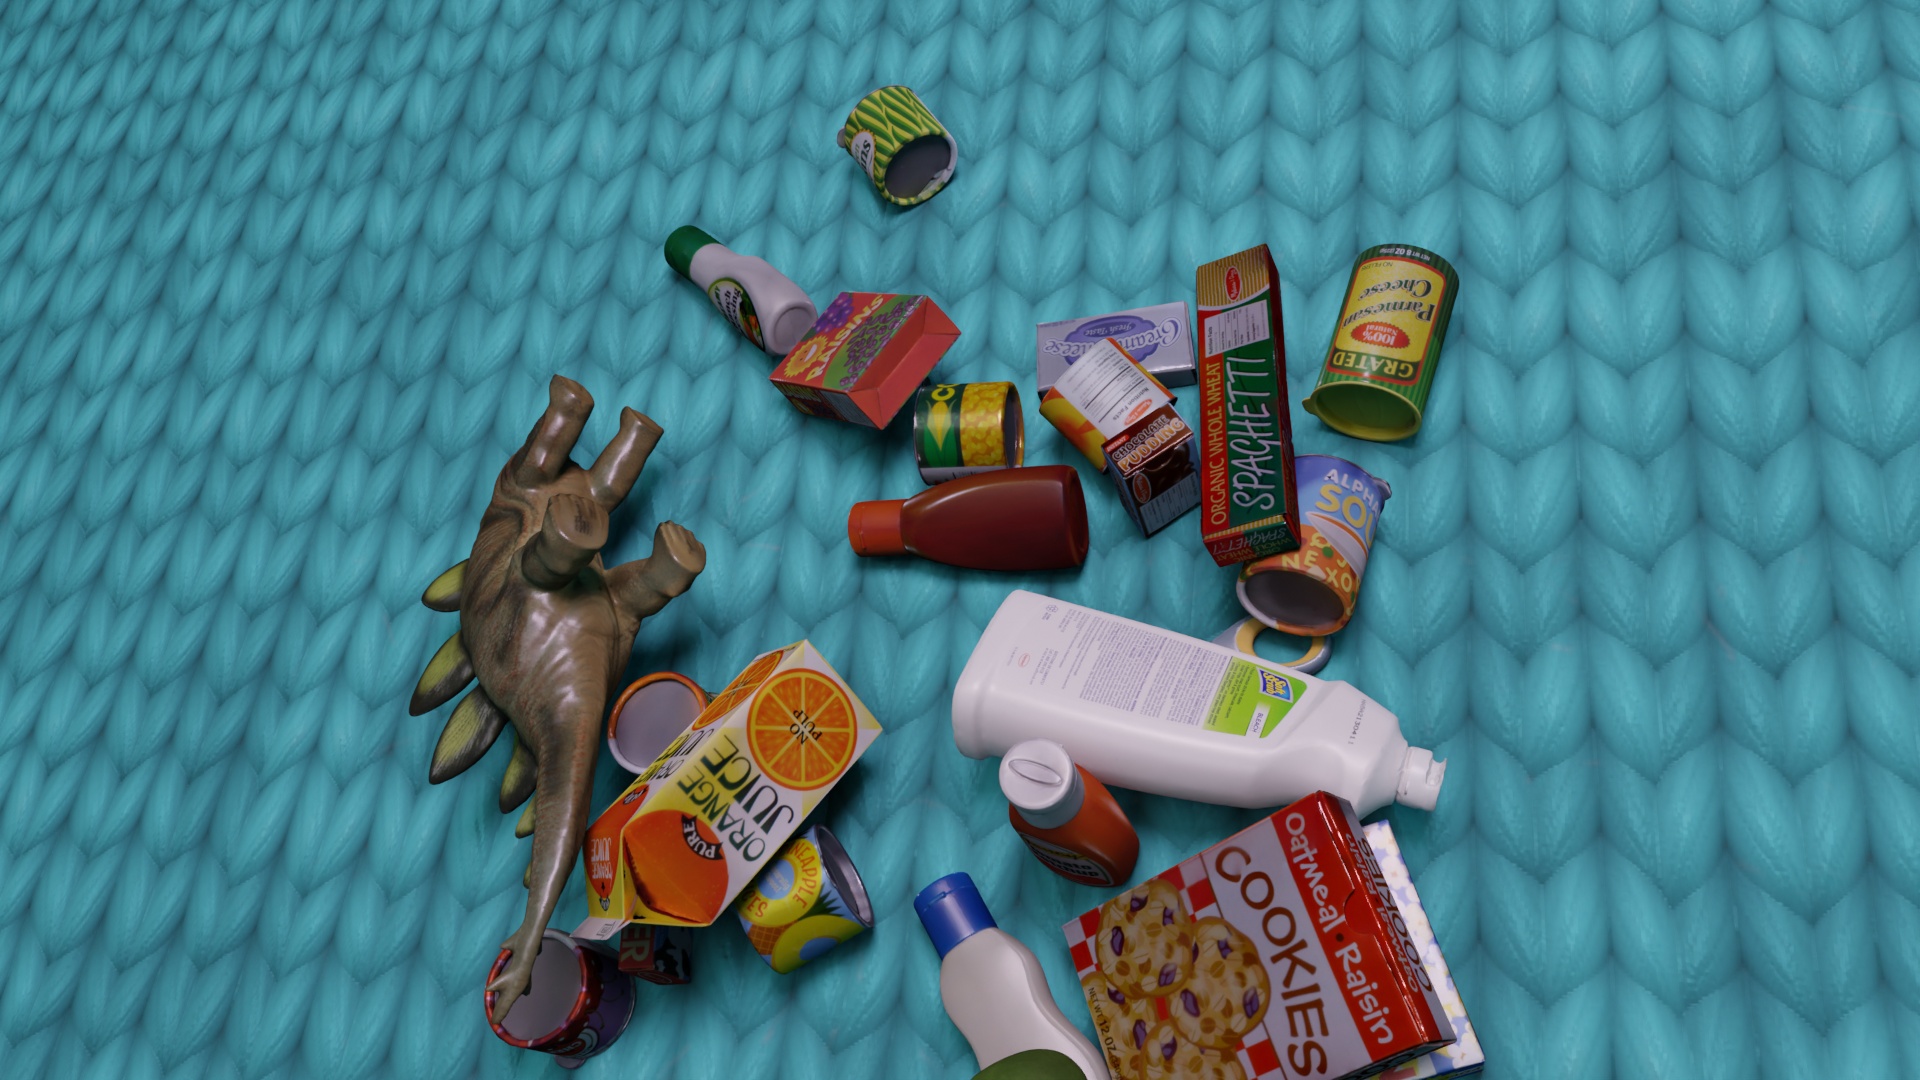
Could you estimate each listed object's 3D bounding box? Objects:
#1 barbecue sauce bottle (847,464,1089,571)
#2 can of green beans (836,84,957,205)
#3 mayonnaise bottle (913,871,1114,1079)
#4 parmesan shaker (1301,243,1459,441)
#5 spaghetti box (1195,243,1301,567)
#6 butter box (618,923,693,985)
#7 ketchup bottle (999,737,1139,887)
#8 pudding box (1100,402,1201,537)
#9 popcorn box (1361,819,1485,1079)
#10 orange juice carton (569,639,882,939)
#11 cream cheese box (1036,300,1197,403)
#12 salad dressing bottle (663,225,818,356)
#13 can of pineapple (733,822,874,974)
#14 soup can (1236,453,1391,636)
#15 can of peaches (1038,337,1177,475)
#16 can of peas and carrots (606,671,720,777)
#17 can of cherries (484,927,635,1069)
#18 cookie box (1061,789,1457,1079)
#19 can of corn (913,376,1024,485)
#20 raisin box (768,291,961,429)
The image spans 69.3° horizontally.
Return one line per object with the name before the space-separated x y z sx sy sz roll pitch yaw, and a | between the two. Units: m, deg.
barbecue sauce bottle | 0.003 -0.011 0.871 0.148 0.064 0.044 -4 22 21
can of green beans | -0.044 -0.288 1.014 0.071 0.071 0.058 -33 61 -2
mayonnaise bottle | 0.024 0.250 0.746 0.065 0.041 0.148 -36 59 5
parmesan shaker | 0.256 -0.121 0.847 0.071 0.071 0.103 13 69 21
spaghetti box | 0.169 -0.088 0.830 0.050 0.028 0.251 -16 42 24
butter box | -0.176 0.204 0.818 0.024 0.053 0.104 -7 63 11
ketchup bottle | 0.054 0.142 0.728 0.065 0.148 0.044 16 69 22
pudding box | 0.118 -0.041 0.836 0.050 0.083 0.030 -33 60 -1
popcorn box | 0.202 0.217 0.712 0.085 0.038 0.127 -19 61 6
orange juice carton | -0.139 0.148 0.775 0.073 0.071 0.193 51 57 -12
cream cheese box | 0.102 -0.123 0.916 0.104 0.024 0.053 -7 64 13
salad dressing bottle | -0.162 -0.184 1.003 0.044 0.064 0.148 -33 50 -23
can of pineapple | -0.090 0.202 0.785 0.058 0.070 0.071 -30 61 1
soup can | 0.202 0.003 0.790 0.071 0.071 0.084 12 56 21
can of peaches | 0.091 -0.083 0.863 0.071 0.071 0.058 -44 82 -8
can of peas and carrots | -0.174 0.118 0.856 0.071 0.058 0.071 -6 64 13
can of cherries | -0.231 0.264 0.801 0.071 0.058 0.072 -7 63 13
cookie box | 0.141 0.217 0.688 0.167 0.040 0.123 -36 56 28
can of corn | 0.006 -0.071 0.892 0.058 0.071 0.071 -1 65 15
raisin box | -0.065 -0.122 0.922 0.086 0.040 0.123 -53 31 -12
